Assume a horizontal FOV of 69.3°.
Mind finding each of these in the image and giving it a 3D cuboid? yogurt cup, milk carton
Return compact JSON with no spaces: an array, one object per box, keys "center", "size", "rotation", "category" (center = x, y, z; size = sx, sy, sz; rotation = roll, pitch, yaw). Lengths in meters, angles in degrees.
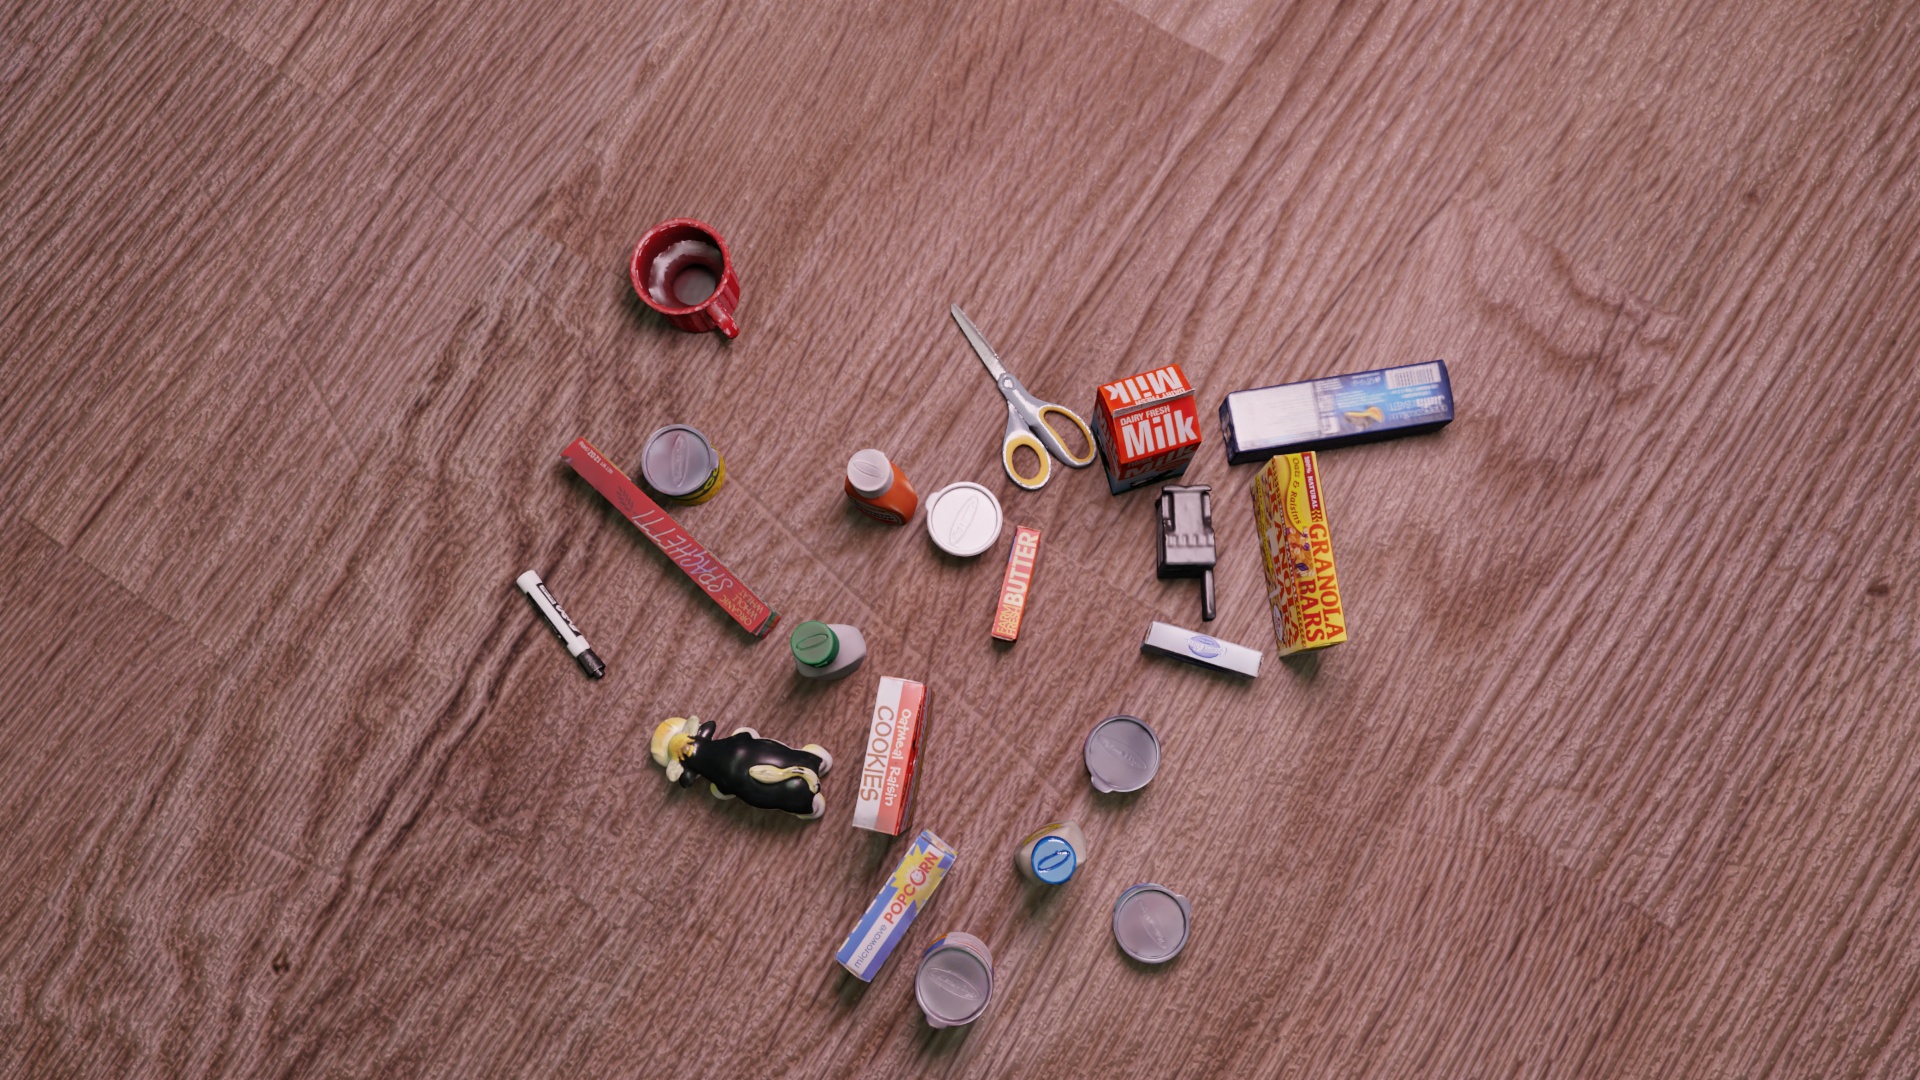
[{"center":[0.005,-0.016,1.272],"size":[0.072,0.054,0.072],"rotation":[0,81,2],"category":"yogurt cup"},{"center":[0.161,-0.098,1.211],"size":[0.072,0.190,0.073],"rotation":[-16,81,0],"category":"milk carton"}]

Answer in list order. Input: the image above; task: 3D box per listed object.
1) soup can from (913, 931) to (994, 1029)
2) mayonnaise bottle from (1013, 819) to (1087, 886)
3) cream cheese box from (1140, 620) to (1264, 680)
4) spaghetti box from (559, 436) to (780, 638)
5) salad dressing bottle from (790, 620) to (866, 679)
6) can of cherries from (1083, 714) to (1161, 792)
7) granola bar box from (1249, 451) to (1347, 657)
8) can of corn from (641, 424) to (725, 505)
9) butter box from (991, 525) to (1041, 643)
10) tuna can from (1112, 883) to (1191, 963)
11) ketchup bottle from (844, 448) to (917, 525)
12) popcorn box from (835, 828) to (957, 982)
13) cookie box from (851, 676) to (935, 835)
[{"center":[-0.006,0.377,1.192],"size":[0.071,0.083,0.071],"rotation":[0,81,2],"category":"soup can"},{"center":[0.077,0.265,1.175],"size":[0.065,0.148,0.041],"rotation":[-27,81,-2],"category":"mayonnaise bottle"},{"center":[0.215,0.099,1.245],"size":[0.104,0.053,0.024],"rotation":[16,82,5],"category":"cream cheese box"},{"center":[-0.266,-0.002,1.281],"size":[0.250,0.050,0.029],"rotation":[41,85,8],"category":"spaghetti box"},{"center":[-0.118,0.095,1.210],"size":[0.064,0.147,0.044],"rotation":[-20,81,-1],"category":"salad dressing bottle"},{"center":[0.140,0.190,1.230],"size":[0.071,0.058,0.071],"rotation":[0,81,2],"category":"can of cherries"},{"center":[0.296,0.015,1.221],"size":[0.039,0.124,0.165],"rotation":[-8,81,1],"category":"granola bar box"},{"center":[-0.253,-0.069,1.288],"size":[0.071,0.058,0.071],"rotation":[0,81,2],"category":"can of corn"},{"center":[0.051,0.041,1.261],"size":[0.024,0.053,0.103],"rotation":[13,81,4],"category":"butter box"},{"center":[0.169,0.333,1.218],"size":[0.071,0.033,0.071],"rotation":[0,81,2],"category":"tuna can"},{"center":[-0.074,-0.049,1.232],"size":[0.065,0.148,0.043],"rotation":[22,83,5],"category":"ketchup bottle"},{"center":[-0.054,0.314,1.203],"size":[0.038,0.085,0.127],"rotation":[35,84,7],"category":"popcorn box"},{"center":[-0.053,0.183,1.183],"size":[0.040,0.167,0.123],"rotation":[9,81,4],"category":"cookie box"}]
